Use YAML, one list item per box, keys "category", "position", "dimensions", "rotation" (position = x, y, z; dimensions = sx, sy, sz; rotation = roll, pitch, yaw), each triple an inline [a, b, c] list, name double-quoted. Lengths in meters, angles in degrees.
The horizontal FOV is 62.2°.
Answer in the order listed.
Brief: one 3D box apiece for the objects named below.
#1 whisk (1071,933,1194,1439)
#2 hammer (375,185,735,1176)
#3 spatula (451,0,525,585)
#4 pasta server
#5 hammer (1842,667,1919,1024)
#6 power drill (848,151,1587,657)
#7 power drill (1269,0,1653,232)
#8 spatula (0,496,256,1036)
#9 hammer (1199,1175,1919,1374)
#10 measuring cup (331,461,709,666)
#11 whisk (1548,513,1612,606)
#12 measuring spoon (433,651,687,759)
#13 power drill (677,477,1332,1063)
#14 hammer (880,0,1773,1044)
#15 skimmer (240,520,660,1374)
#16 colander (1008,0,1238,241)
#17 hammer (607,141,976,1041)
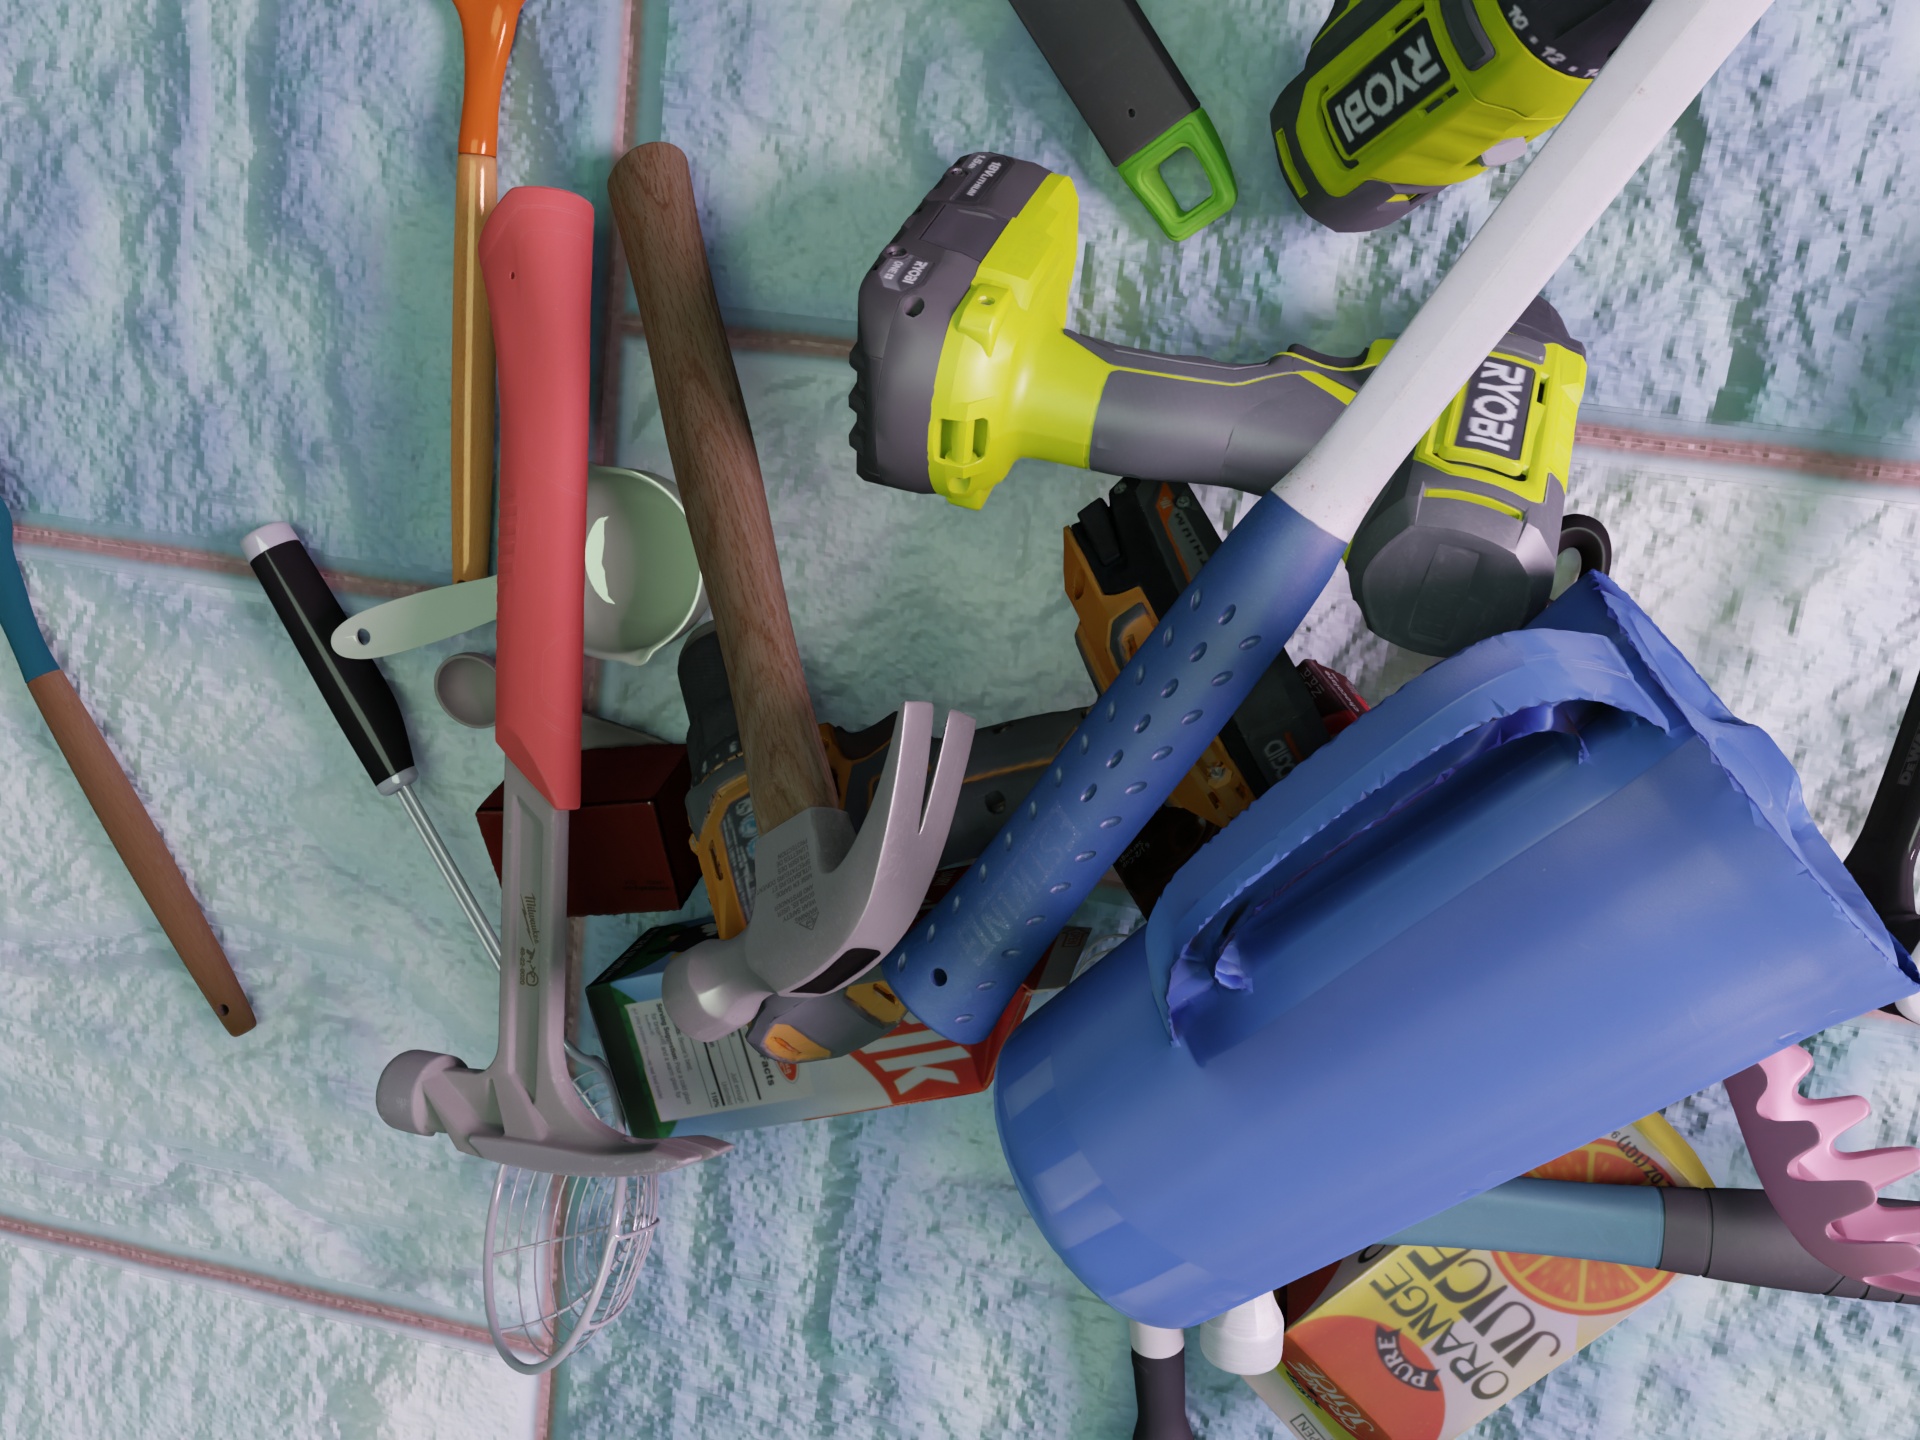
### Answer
- category: "whisk"
  position: [0.078, 0.220, 0.651]
  dimensions: [0.070, 0.070, 0.284]
  rotation: [-1, 106, 12]
- category: "hammer"
  position: [-0.149, -0.017, 0.590]
  dimensions: [0.149, 0.036, 0.359]
  rotation: [0, 88, 28]
- category: "spatula"
  position: [-0.195, -0.198, 0.626]
  dimensions: [0.081, 0.041, 0.322]
  rotation: [7, 104, 9]
- category: "pasta server"
  position: [0.230, 0.035, 0.526]
  dimensions: [0.040, 0.060, 0.316]
  rotation: [-35, 65, 36]
- category: "hammer"
  position: [0.342, -0.071, 0.523]
  dimensions: [0.034, 0.127, 0.337]
  rotation: [19, 95, -5]
- category: "power drill"
  position: [0.090, -0.115, 0.531]
  dimensions: [0.223, 0.171, 0.080]
  rotation: [17, 137, 11]
- category: "power drill"
  position: [0.137, -0.284, 0.473]
  dimensions: [0.080, 0.190, 0.228]
  rotation: [-23, 92, -23]
- category: "spatula"
  position: [-0.404, 0.006, 0.709]
  dimensions: [0.082, 0.044, 0.317]
  rotation: [-26, 96, 12]
- category: "hammer"
  position: [0.249, 0.174, 0.537]
  dimensions: [0.331, 0.033, 0.128]
  rotation: [2, 100, 11]
- category: "measuring cup"
  position: [-0.177, -0.053, 0.651]
  dimensions: [0.167, 0.038, 0.083]
  rotation: [-14, 97, 13]
- category: "whisk"
  position: [0.175, 0.062, 0.597]
  dimensions: [0.073, 0.073, 0.296]
  rotation: [22, 99, 6]
- category: "measuring spoon"
  position: [-0.162, 0.001, 0.675]
  dimensions: [0.124, 0.018, 0.034]
  rotation: [21, 118, 0]
- category: "power drill"
  position: [-0.001, -0.002, 0.585]
  dimensions: [0.226, 0.084, 0.186]
  rotation: [-29, 54, 9]
- category: "hammer"
  position: [0.106, -0.060, 0.430]
  dimensions: [0.144, 0.035, 0.405]
  rotation: [39, 112, 8]
- category: "skimmer"
  position: [-0.231, 0.090, 0.666]
  dimensions: [0.127, 0.090, 0.363]
  rotation: [-25, 94, 47]
- category: "colander"
  position: [-0.036, -0.323, 0.515]
  dimensions: [0.204, 0.094, 0.397]
  rotation: [-27, 104, 37]
- category: "hammer"
  position: [-0.078, -0.068, 0.549]
  dimensions: [0.130, 0.031, 0.332]
  rotation: [-31, 62, 32]
